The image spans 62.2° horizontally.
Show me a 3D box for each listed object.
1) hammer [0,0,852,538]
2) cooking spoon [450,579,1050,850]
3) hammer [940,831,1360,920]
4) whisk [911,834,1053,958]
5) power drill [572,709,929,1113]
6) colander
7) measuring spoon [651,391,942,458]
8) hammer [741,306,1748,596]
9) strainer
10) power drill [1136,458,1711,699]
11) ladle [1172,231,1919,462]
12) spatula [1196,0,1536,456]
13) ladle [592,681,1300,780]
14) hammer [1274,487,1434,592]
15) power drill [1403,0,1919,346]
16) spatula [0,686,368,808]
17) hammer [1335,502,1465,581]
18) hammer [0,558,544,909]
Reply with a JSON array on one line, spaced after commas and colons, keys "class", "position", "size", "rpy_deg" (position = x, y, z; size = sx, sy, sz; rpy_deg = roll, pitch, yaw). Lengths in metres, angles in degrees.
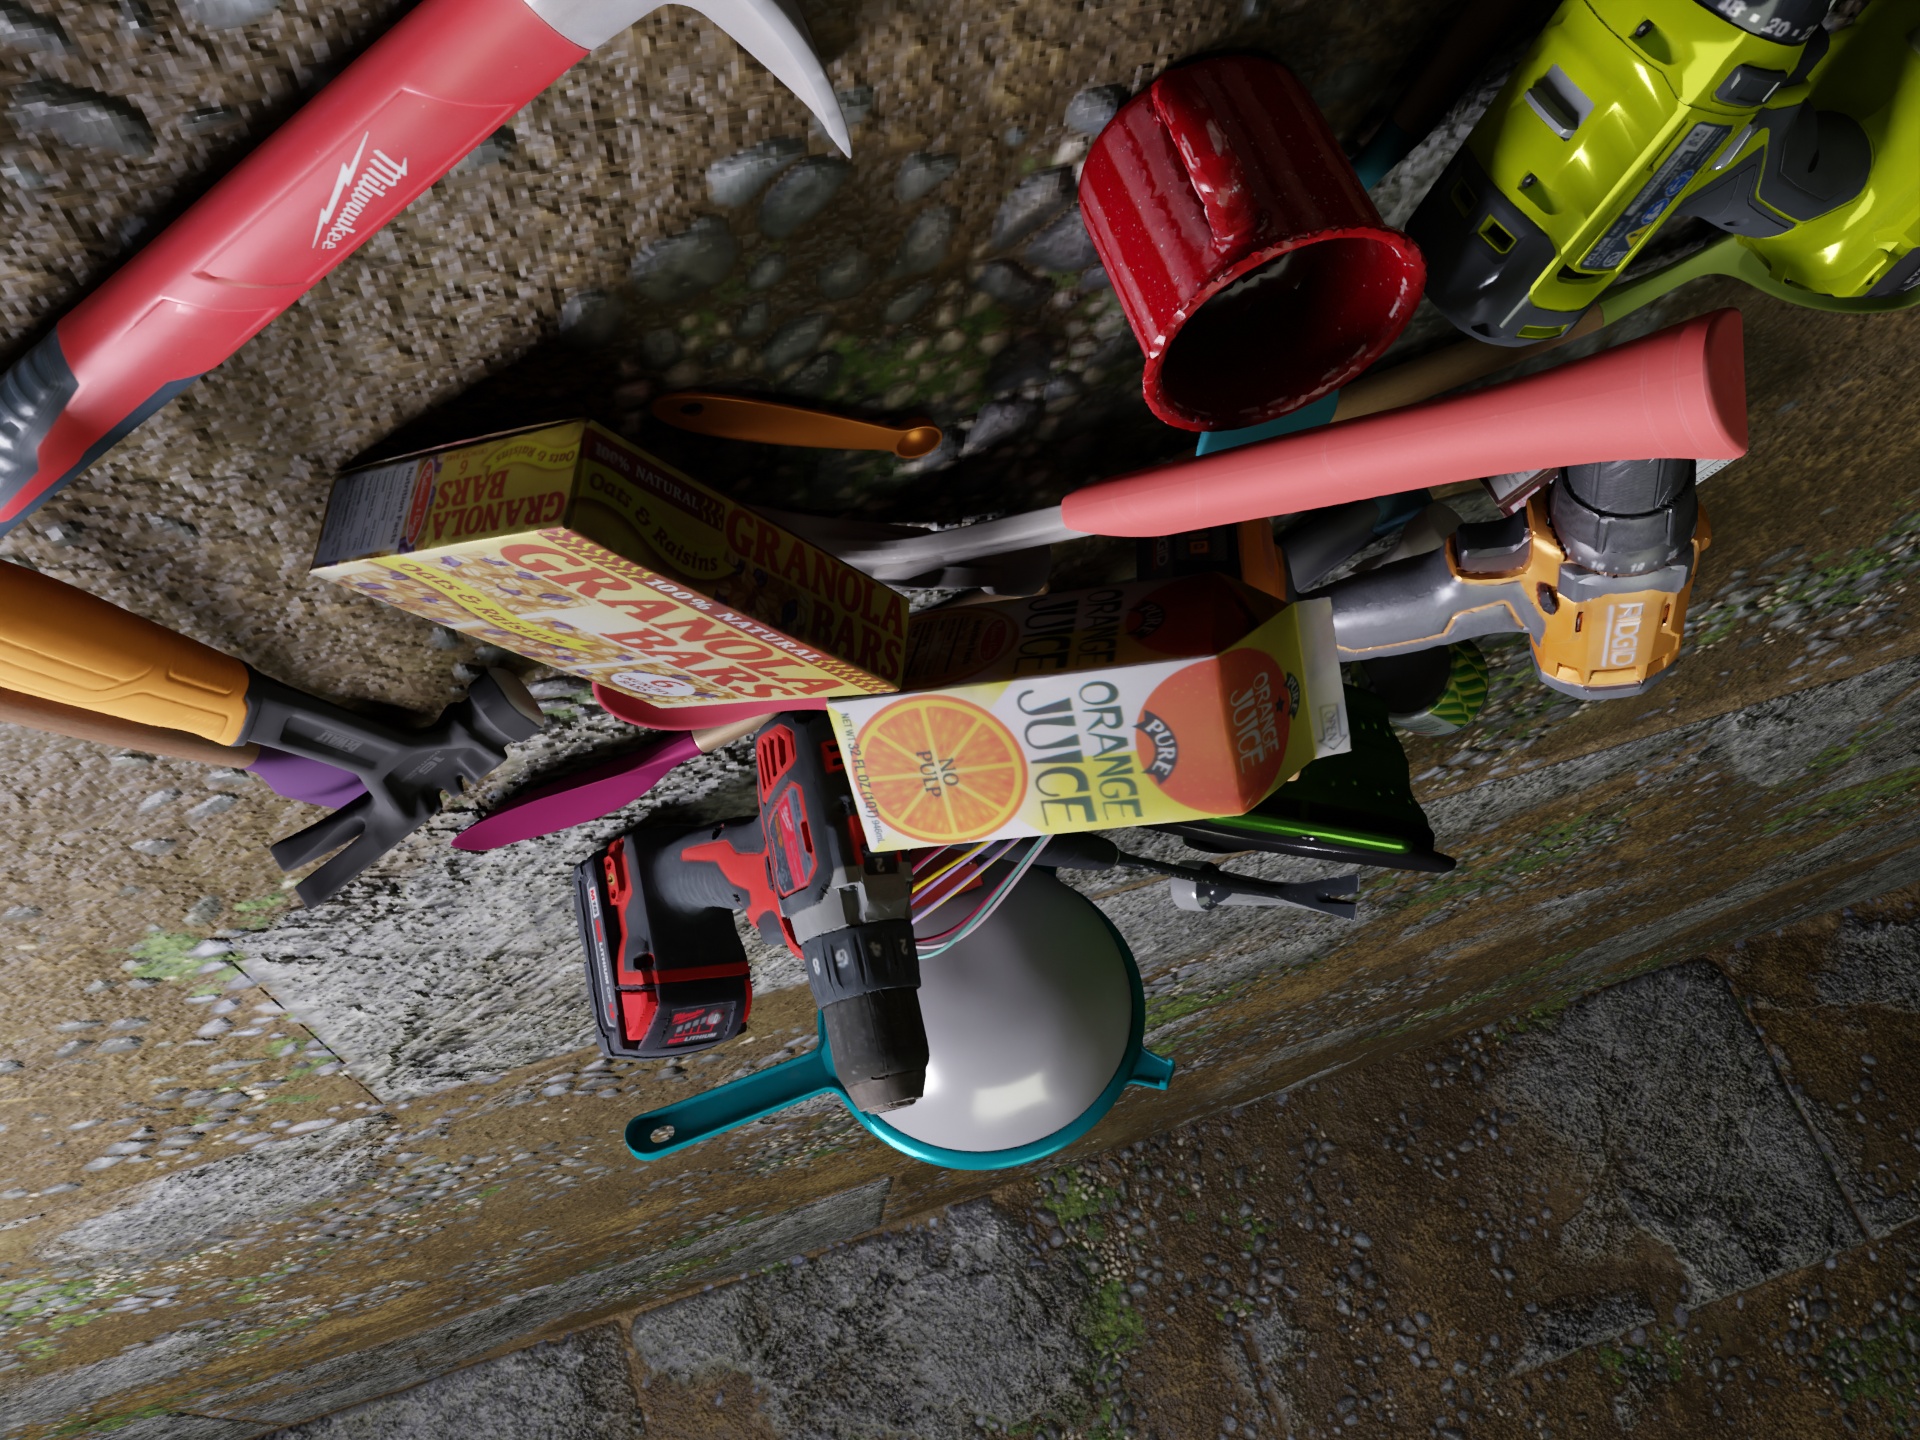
[{"class": "hammer", "position": [-0.213, -0.099, 0.441], "size": [0.386, 0.038, 0.143], "rpy_deg": [-29, 157, 21]}, {"class": "cooking spoon", "position": [-0.103, -0.002, 0.764], "size": [0.319, 0.017, 0.068], "rpy_deg": [-24, 166, 10]}, {"class": "hammer", "position": [0.096, 0.085, 0.967], "size": [0.149, 0.036, 0.408], "rpy_deg": [0, 170, 41]}, {"class": "whisk", "position": [0.051, 0.038, 0.804], "size": [0.245, 0.051, 0.047], "rpy_deg": [-38, 132, 2]}, {"class": "power drill", "position": [-0.099, 0.112, 0.786], "size": [0.080, 0.188, 0.226], "rpy_deg": [0, 160, -40]}, {"class": "colander", "position": [0.183, 0.033, 0.988], "size": [0.204, 0.094, 0.397], "rpy_deg": [9, 175, 2]}, {"class": "measuring spoon", "position": [-0.058, -0.110, 0.579], "size": [0.116, 0.011, 0.021], "rpy_deg": [1, 149, -33]}, {"class": "hammer", "position": [0.072, -0.076, 0.522], "size": [0.149, 0.037, 0.359], "rpy_deg": [0, 178, -38]}, {"class": "strainer", "position": [-0.048, 0.183, 0.979], "size": [0.340, 0.211, 0.095], "rpy_deg": [-19, 147, -11]}, {"class": "power drill", "position": [0.189, -0.067, 0.662], "size": [0.226, 0.084, 0.185], "rpy_deg": [-5, 150, 14]}, {"class": "ladle", "position": [0.247, -0.152, 0.671], "size": [0.320, 0.062, 0.078], "rpy_deg": [-20, 168, 7]}, {"class": "spatula", "position": [0.166, -0.204, 0.506], "size": [0.082, 0.044, 0.317], "rpy_deg": [-21, 160, -35]}, {"class": "ladle", "position": [-0.001, -0.002, 0.703], "size": [0.315, 0.031, 0.069], "rpy_deg": [9, 141, -7]}, {"class": "hammer", "position": [0.107, -0.035, 0.842], "size": [0.331, 0.033, 0.128], "rpy_deg": [-35, 154, 31]}, {"class": "power drill", "position": [0.271, -0.209, 0.504], "size": [0.228, 0.080, 0.190], "rpy_deg": [-11, 150, -34]}, {"class": "spatula", "position": [-0.283, 0.006, 0.595], "size": [0.060, 0.018, 0.315], "rpy_deg": [-26, 165, 8]}, {"class": "hammer", "position": [0.302, -0.071, 0.878], "size": [0.331, 0.031, 0.130], "rpy_deg": [-7, 154, -42]}, {"class": "hammer", "position": [-0.258, -0.007, 0.518], "size": [0.127, 0.034, 0.336], "rpy_deg": [-39, 164, 0]}]
